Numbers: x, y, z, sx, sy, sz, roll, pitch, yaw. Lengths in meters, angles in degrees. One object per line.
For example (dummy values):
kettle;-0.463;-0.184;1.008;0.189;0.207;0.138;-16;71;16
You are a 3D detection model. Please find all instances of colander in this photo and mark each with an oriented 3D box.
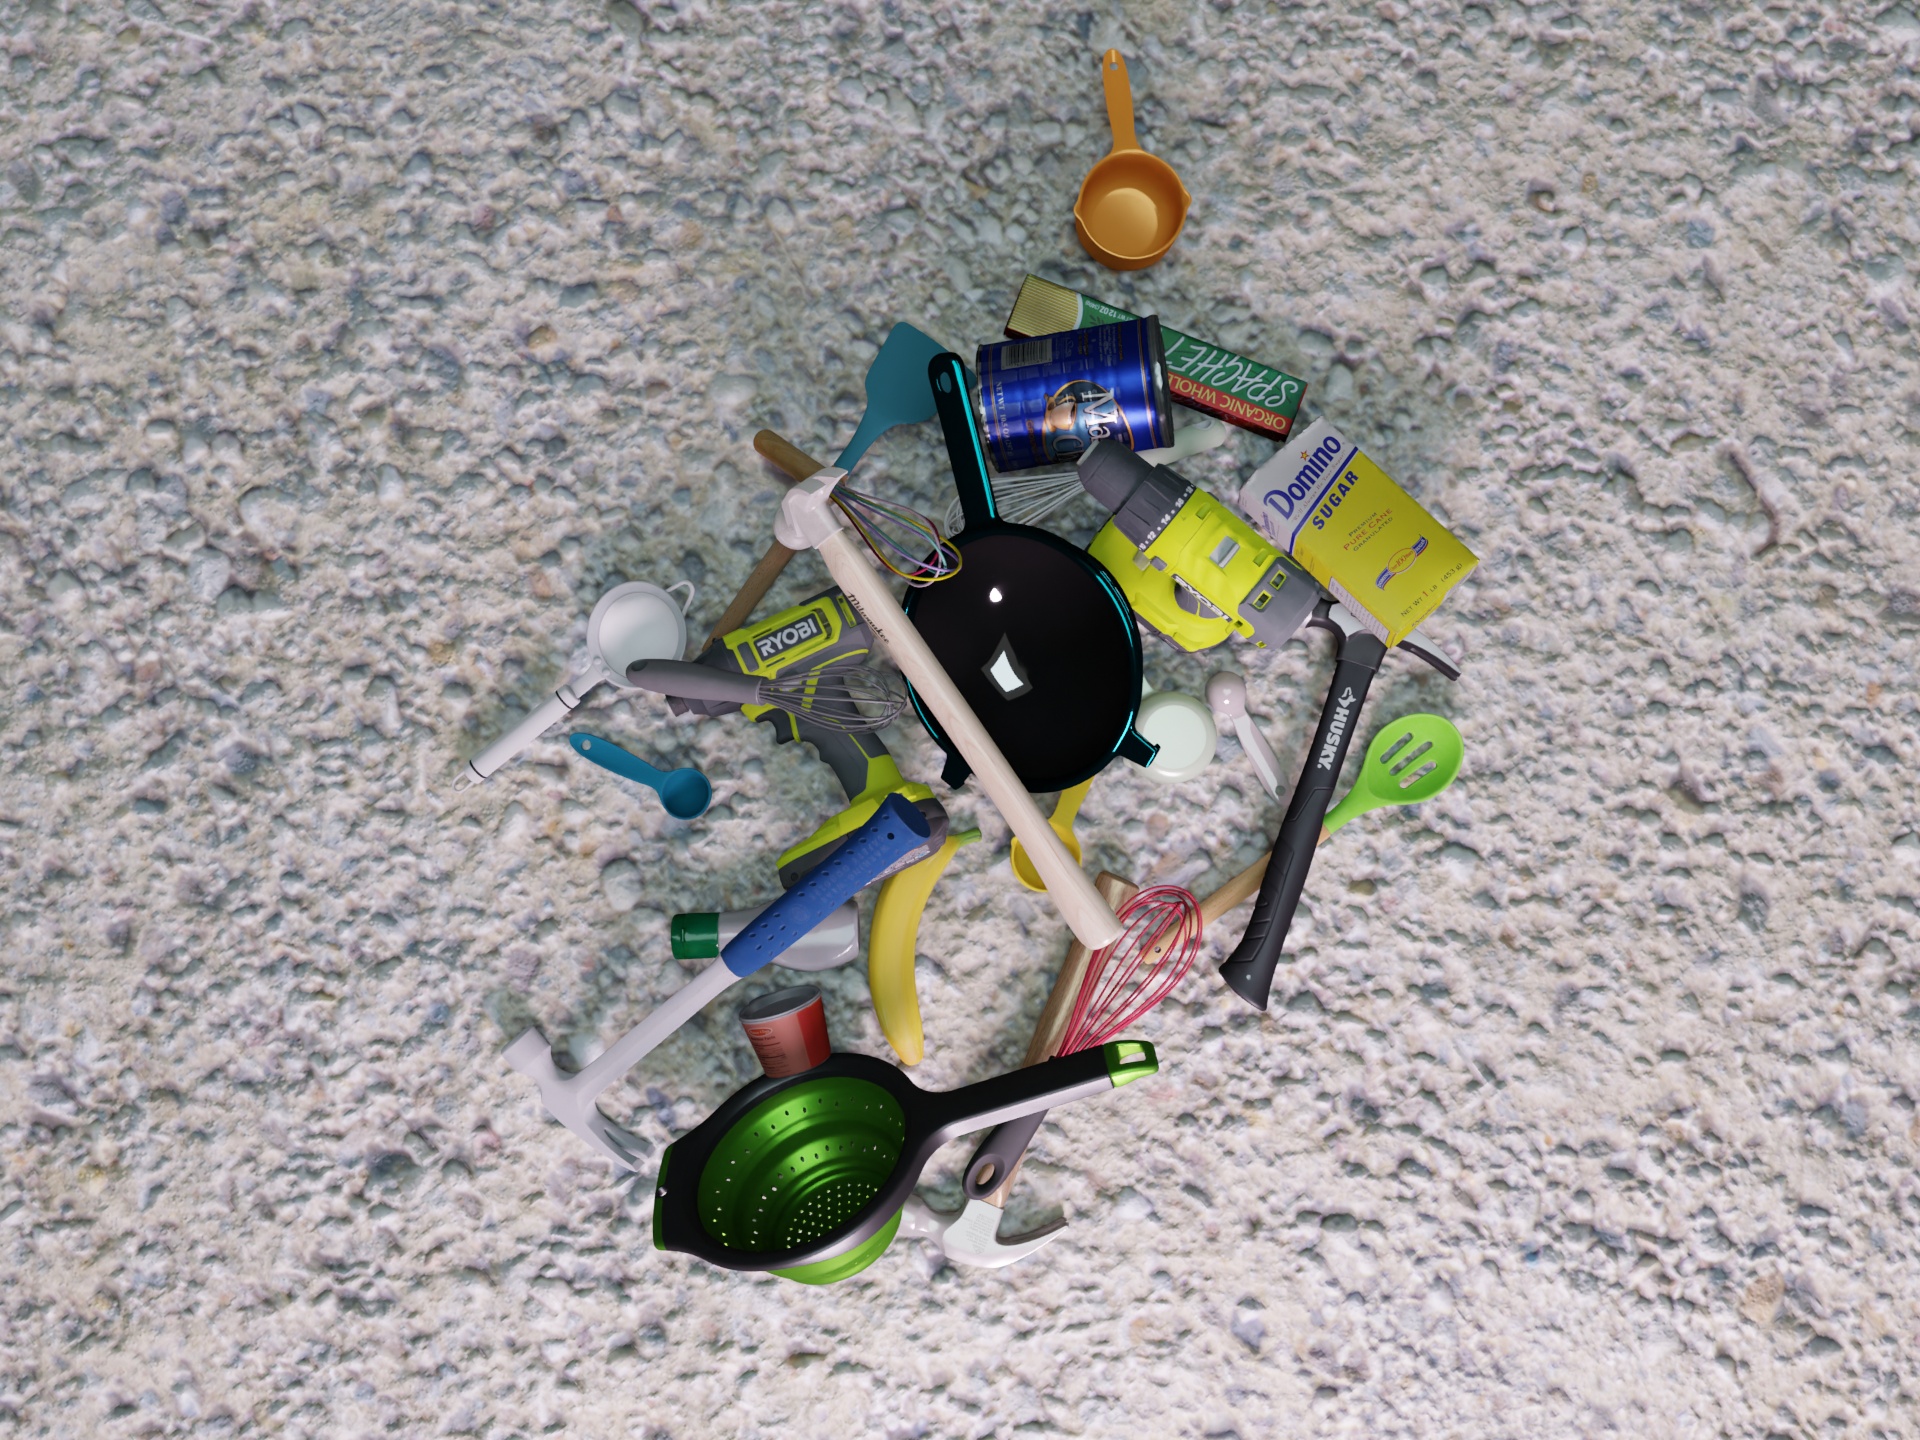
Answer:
colander;-0.032;0.335;1.208;0.397;0.205;0.094;-18;120;6

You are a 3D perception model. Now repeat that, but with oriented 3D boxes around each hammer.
hammer;0.284;0.068;1.266;0.146;0.035;0.335;19;84;11
hammer;0.068;0.280;1.278;0.130;0.031;0.331;23;87;-1
hammer;-0.002;-0.004;1.177;0.038;0.146;0.410;-36;95;-15
hammer;-0.175;0.193;1.198;0.405;0.035;0.144;-40;93;22

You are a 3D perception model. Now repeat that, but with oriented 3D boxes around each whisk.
whisk;-0.087;-0.167;1.220;0.047;0.051;0.245;-48;54;-6
whisk;-0.149;-0.025;1.200;0.239;0.055;0.055;8;88;21
whisk;0.102;-0.195;1.290;0.246;0.058;0.059;-21;124;-5
whisk;0.091;0.253;1.238;0.073;0.073;0.296;35;93;-1

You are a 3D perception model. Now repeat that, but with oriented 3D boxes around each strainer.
strainer;0.046;-0.118;1.228;0.211;0.095;0.340;-8;100;34
strainer;-0.307;-0.025;1.272;0.258;0.050;0.087;-38;80;3

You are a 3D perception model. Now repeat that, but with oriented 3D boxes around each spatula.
spatula;-0.110;-0.180;1.292;0.082;0.044;0.317;37;92;-1

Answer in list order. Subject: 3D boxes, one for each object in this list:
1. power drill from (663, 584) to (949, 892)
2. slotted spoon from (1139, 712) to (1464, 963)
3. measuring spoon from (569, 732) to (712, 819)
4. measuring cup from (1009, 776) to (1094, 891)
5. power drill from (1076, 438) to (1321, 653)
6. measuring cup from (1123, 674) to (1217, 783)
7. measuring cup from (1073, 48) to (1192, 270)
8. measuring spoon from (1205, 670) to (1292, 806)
power drill;-0.119;0.025;1.246;0.171;0.080;0.223;-26;76;-3
slotted spoon;0.274;0.100;1.293;0.314;0.031;0.070;-36;87;-1
measuring spoon;-0.257;0.041;1.285;0.128;0.021;0.042;25;88;8
measuring cup;0.087;0.067;1.293;0.062;0.029;0.156;25;76;-1
power drill;0.159;-0.126;1.194;0.190;0.228;0.080;39;88;-1
measuring cup;0.148;-0.025;1.285;0.083;0.038;0.167;-29;92;-2
measuring cup;0.131;-0.452;1.292;0.095;0.052;0.173;-7;87;-2
measuring spoon;0.240;0.016;1.298;0.034;0.018;0.124;-29;90;-3
